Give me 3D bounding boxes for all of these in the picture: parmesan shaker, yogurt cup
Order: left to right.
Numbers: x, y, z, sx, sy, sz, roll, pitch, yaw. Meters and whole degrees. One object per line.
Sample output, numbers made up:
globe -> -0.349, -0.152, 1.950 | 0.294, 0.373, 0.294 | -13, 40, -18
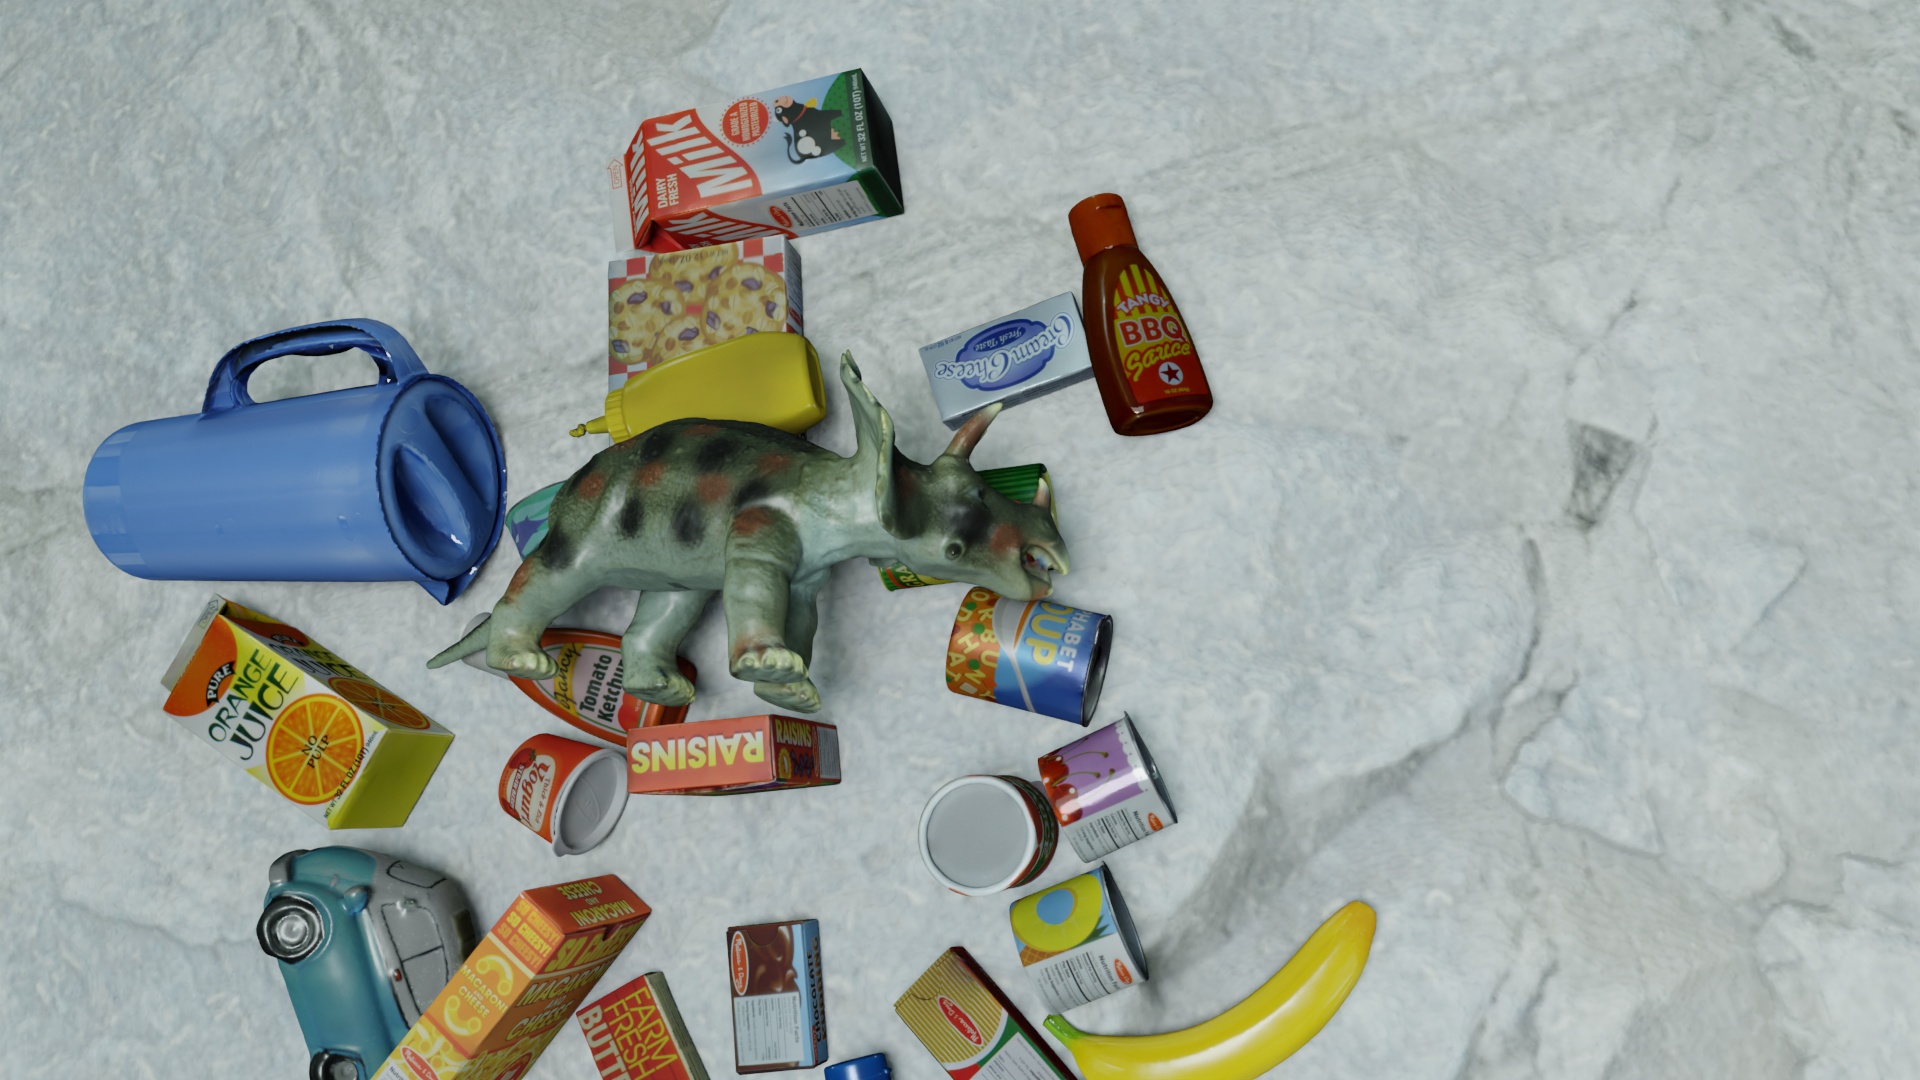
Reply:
yogurt cup -> -0.246, 0.153, 0.857 | 0.054, 0.072, 0.072 | 17, 83, 23
parmesan shaker -> 0.003, -0.010, 0.832 | 0.103, 0.071, 0.071 | -8, 78, 11

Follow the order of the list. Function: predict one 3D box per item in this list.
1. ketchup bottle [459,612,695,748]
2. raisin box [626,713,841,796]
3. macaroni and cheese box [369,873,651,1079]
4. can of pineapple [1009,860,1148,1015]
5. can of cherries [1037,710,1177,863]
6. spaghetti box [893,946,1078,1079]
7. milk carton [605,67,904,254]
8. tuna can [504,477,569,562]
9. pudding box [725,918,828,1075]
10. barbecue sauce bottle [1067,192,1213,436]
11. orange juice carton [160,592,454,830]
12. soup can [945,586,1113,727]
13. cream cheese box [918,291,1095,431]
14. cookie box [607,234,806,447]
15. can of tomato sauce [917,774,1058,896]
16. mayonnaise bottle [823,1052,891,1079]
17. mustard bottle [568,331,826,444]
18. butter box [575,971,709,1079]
ketchup bottle -> -0.245, 0.084, 0.881 | 0.149, 0.043, 0.065 | 17, 83, 15
raisin box -> -0.128, 0.127, 0.805 | 0.086, 0.123, 0.040 | -6, 78, 11
macaroni and cheese box -> -0.264, 0.275, 0.804 | 0.040, 0.123, 0.166 | 38, 89, 13
can of pineapple -> 0.066, 0.222, 0.775 | 0.058, 0.071, 0.071 | -23, 75, 7
can of cherries -> 0.082, 0.140, 0.789 | 0.058, 0.071, 0.071 | -27, 75, 7
spaghetti box -> 0.064, 0.337, 0.770 | 0.050, 0.028, 0.250 | -45, 74, 1
milk carton -> -0.141, -0.239, 0.908 | 0.190, 0.073, 0.072 | -11, 77, 10
tuna can -> -0.252, -0.011, 0.888 | 0.071, 0.071, 0.033 | -30, 76, 5
pudding box -> -0.108, 0.268, 0.821 | 0.049, 0.030, 0.084 | -9, 77, 11
barbecue sauce bottle -> 0.103, -0.139, 0.846 | 0.065, 0.043, 0.149 | -9, 73, -23
orange juice carton -> -0.436, 0.108, 0.901 | 0.193, 0.073, 0.072 | 28, 87, 16
soup can -> 0.041, 0.064, 0.809 | 0.084, 0.071, 0.071 | 13, 82, 14
cream cheese box -> 0.031, -0.112, 0.871 | 0.104, 0.024, 0.053 | -20, 77, 8
cookie box -> -0.164, -0.106, 0.904 | 0.123, 0.040, 0.168 | -6, 77, 10
can of tomato sauce -> 0.019, 0.165, 0.787 | 0.071, 0.083, 0.071 | -2, 79, 12
mayonnaise bottle -> -0.044, 0.366, 0.773 | 0.041, 0.064, 0.148 | -16, 72, 6
mustard bottle -> -0.164, -0.084, 0.851 | 0.160, 0.049, 0.065 | -11, 78, 10
butter box -> -0.184, 0.316, 0.830 | 0.053, 0.024, 0.103 | -31, 75, 4
